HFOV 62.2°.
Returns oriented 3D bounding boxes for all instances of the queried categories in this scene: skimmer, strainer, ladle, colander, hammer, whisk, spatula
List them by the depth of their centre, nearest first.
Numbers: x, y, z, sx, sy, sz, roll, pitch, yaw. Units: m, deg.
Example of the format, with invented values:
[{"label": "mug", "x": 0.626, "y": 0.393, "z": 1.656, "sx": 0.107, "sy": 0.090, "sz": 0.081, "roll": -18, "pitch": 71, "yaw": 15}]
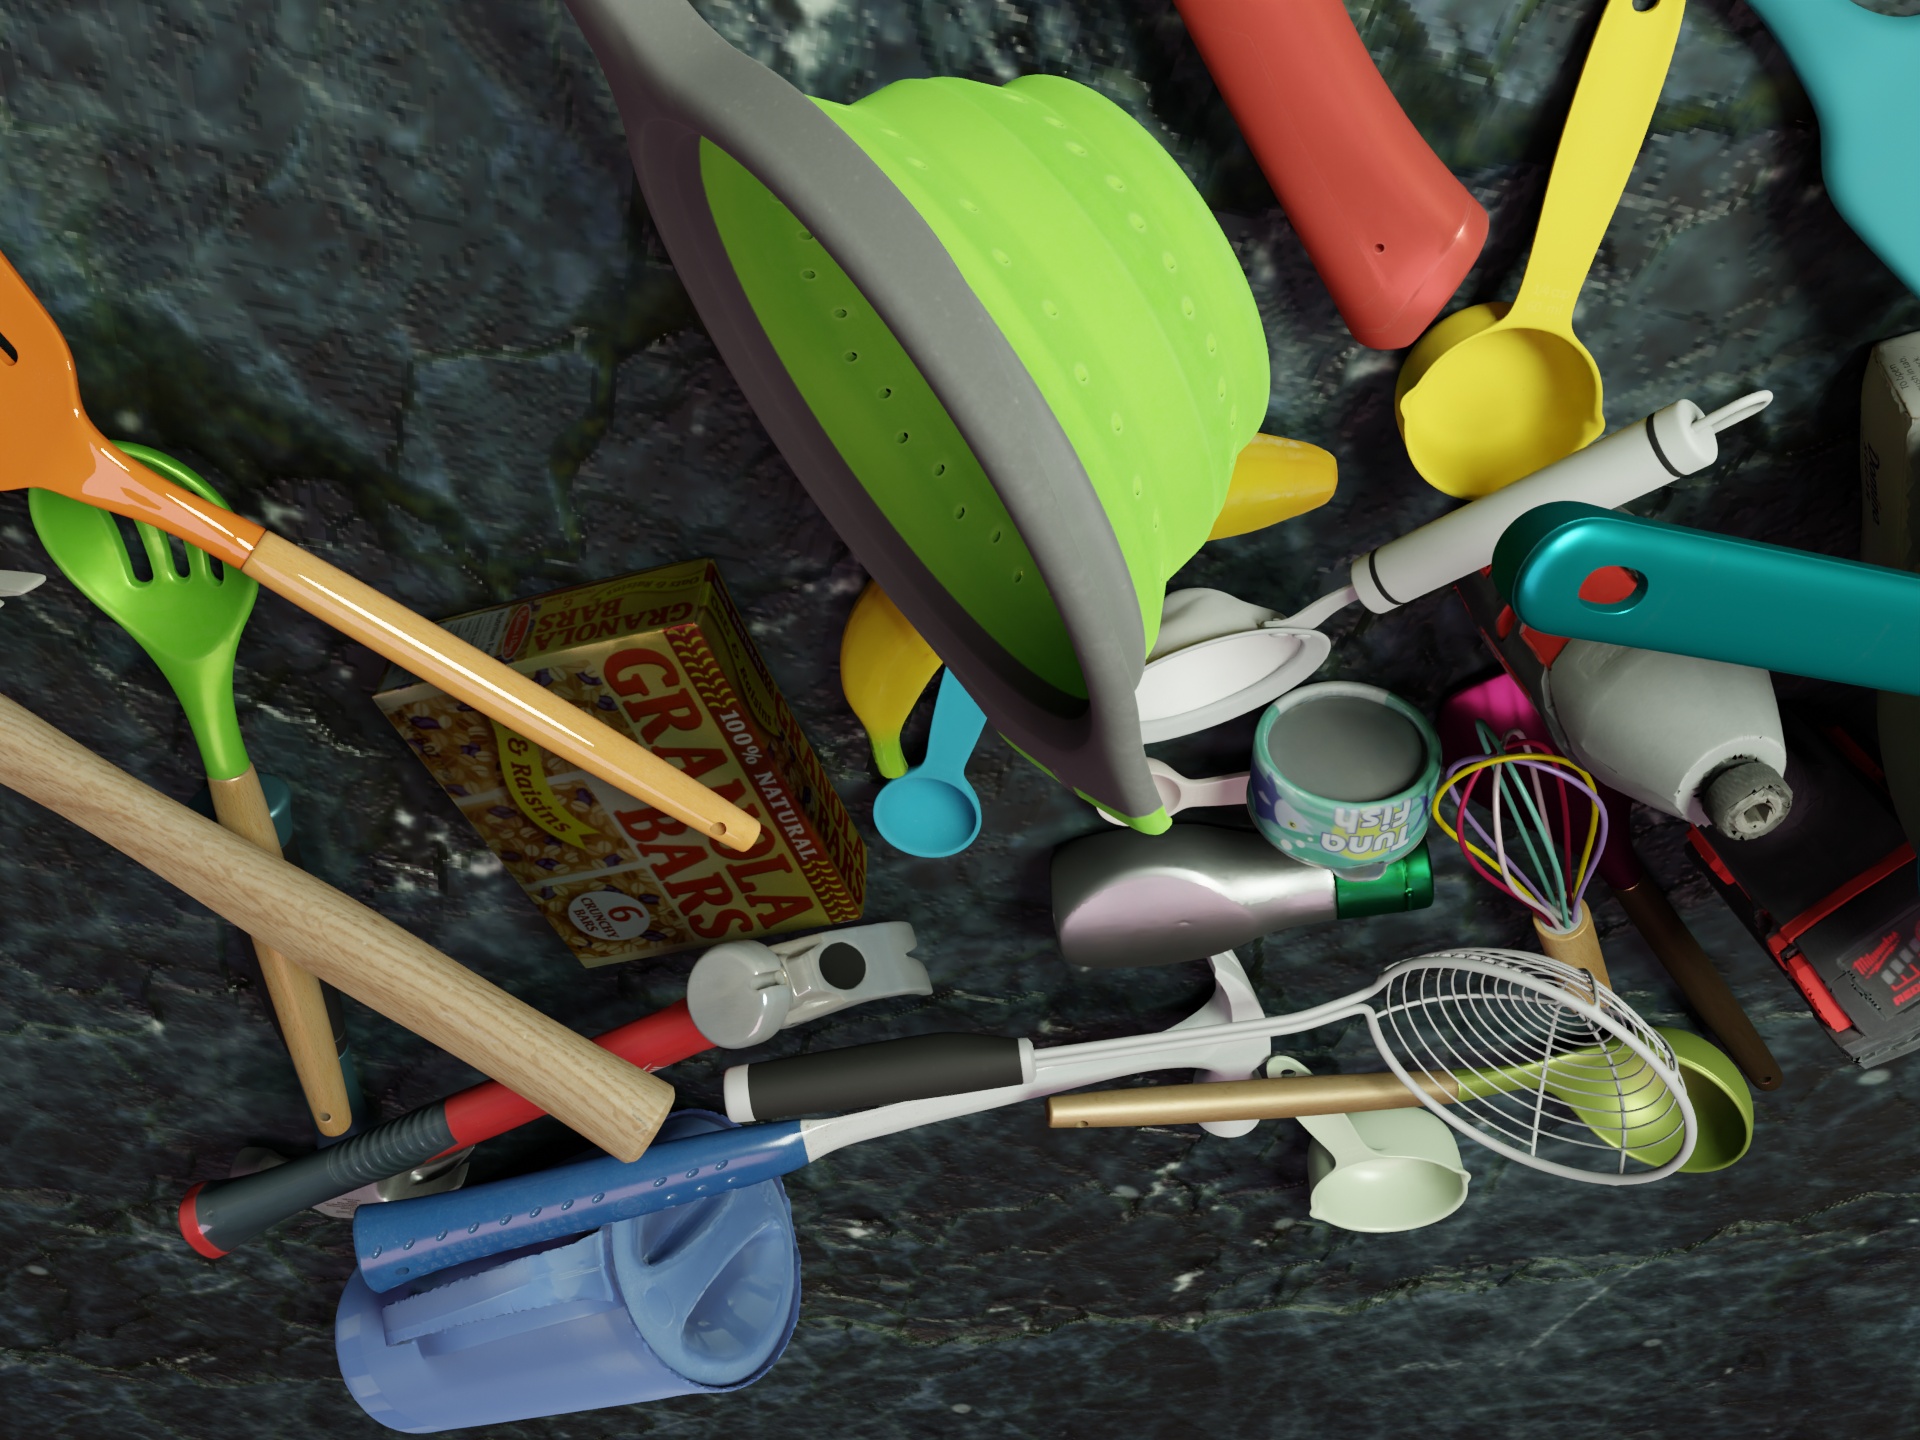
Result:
[{"label": "hammer", "x": 0.024, "y": -0.217, "z": 0.344, "sx": 0.149, "sy": 0.037, "sz": 0.358, "roll": -11, "pitch": 139, "yaw": 32}, {"label": "spatula", "x": 0.169, "y": -0.196, "z": 0.365, "sx": 0.317, "sy": 0.044, "sz": 0.082, "roll": 28, "pitch": 111, "yaw": -22}, {"label": "colander", "x": -0.030, "y": -0.156, "z": 0.376, "sx": 0.094, "sy": 0.205, "sz": 0.396, "roll": -37, "pitch": 114, "yaw": -9}, {"label": "strainer", "x": 0.273, "y": -0.032, "z": 0.411, "sx": 0.340, "sy": 0.095, "sz": 0.211, "roll": 8, "pitch": 122, "yaw": -16}, {"label": "strainer", "x": 0.124, "y": -0.042, "z": 0.495, "sx": 0.086, "sy": 0.050, "sz": 0.258, "roll": 2, "pitch": 160, "yaw": -42}, {"label": "spatula", "x": -0.198, "y": -0.045, "z": 0.504, "sx": 0.322, "sy": 0.041, "sz": 0.081, "roll": 33, "pitch": 110, "yaw": -23}, {"label": "hammer", "x": -0.247, "y": 0.058, "z": 0.559, "sx": 0.331, "sy": 0.031, "sz": 0.130, "roll": 32, "pitch": 127, "yaw": -6}, {"label": "whisk", "x": 0.225, "y": 0.067, "z": 0.614, "sx": 0.047, "sy": 0.051, "sz": 0.244, "roll": -38, "pitch": 141, "yaw": 4}, {"label": "skimmer", "x": 0.089, "y": 0.151, "z": 0.620, "sx": 0.363, "sy": 0.090, "sz": 0.127, "roll": -7, "pitch": 140, "yaw": 0}, {"label": "hammer", "x": -0.059, "y": 0.178, "z": 0.699, "sx": 0.405, "sy": 0.035, "sz": 0.143, "roll": -13, "pitch": 135, "yaw": -6}, {"label": "ladle", "x": 0.196, "y": 0.174, "z": 0.703, "sx": 0.320, "sy": 0.062, "sz": 0.078, "roll": -1, "pitch": 137, "yaw": -10}, {"label": "hammer", "x": -0.196, "y": 0.168, "z": 0.703, "sx": 0.386, "sy": 0.038, "sz": 0.143, "roll": -25, "pitch": 167, "yaw": 25}, {"label": "hammer", "x": -0.302, "y": 0.143, "z": 0.736, "sx": 0.128, "sy": 0.033, "sz": 0.330, "roll": 6, "pitch": 136, "yaw": -3}]

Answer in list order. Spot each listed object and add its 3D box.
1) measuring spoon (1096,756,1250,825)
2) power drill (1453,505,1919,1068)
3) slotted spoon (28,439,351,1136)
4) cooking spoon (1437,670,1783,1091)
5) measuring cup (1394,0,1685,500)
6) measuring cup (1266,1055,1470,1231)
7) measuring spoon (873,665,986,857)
[{"label": "measuring spoon", "x": 0.113, "y": 0.020, "z": 0.614, "sx": 0.124, "sy": 0.018, "sz": 0.034, "roll": -6, "pitch": 141, "yaw": -2}, {"label": "power drill", "x": 0.254, "y": 0.020, "z": 0.513, "sx": 0.219, "sy": 0.143, "sz": 0.078, "roll": 34, "pitch": 114, "yaw": -31}, {"label": "slotted spoon", "x": -0.266, "y": 0.039, "z": 0.588, "sx": 0.070, "sy": 0.031, "sz": 0.313, "roll": 1, "pitch": 122, "yaw": 3}, {"label": "cooking spoon", "x": 0.285, "y": 0.078, "z": 0.660, "sx": 0.069, "sy": 0.017, "sz": 0.318, "roll": -26, "pitch": 129, "yaw": 27}, {"label": "measuring cup", "x": 0.165, "y": -0.137, "z": 0.447, "sx": 0.062, "sy": 0.029, "sz": 0.156, "roll": 6, "pitch": 124, "yaw": -5}, {"label": "measuring cup", "x": 0.187, "y": 0.194, "z": 0.772, "sx": 0.083, "sy": 0.038, "sz": 0.167, "roll": -24, "pitch": 128, "yaw": 24}, {"label": "measuring spoon", "x": -0.001, "y": -0.002, "z": 0.594, "sx": 0.042, "sy": 0.021, "sz": 0.128, "roll": 15, "pitch": 125, "yaw": -4}]
